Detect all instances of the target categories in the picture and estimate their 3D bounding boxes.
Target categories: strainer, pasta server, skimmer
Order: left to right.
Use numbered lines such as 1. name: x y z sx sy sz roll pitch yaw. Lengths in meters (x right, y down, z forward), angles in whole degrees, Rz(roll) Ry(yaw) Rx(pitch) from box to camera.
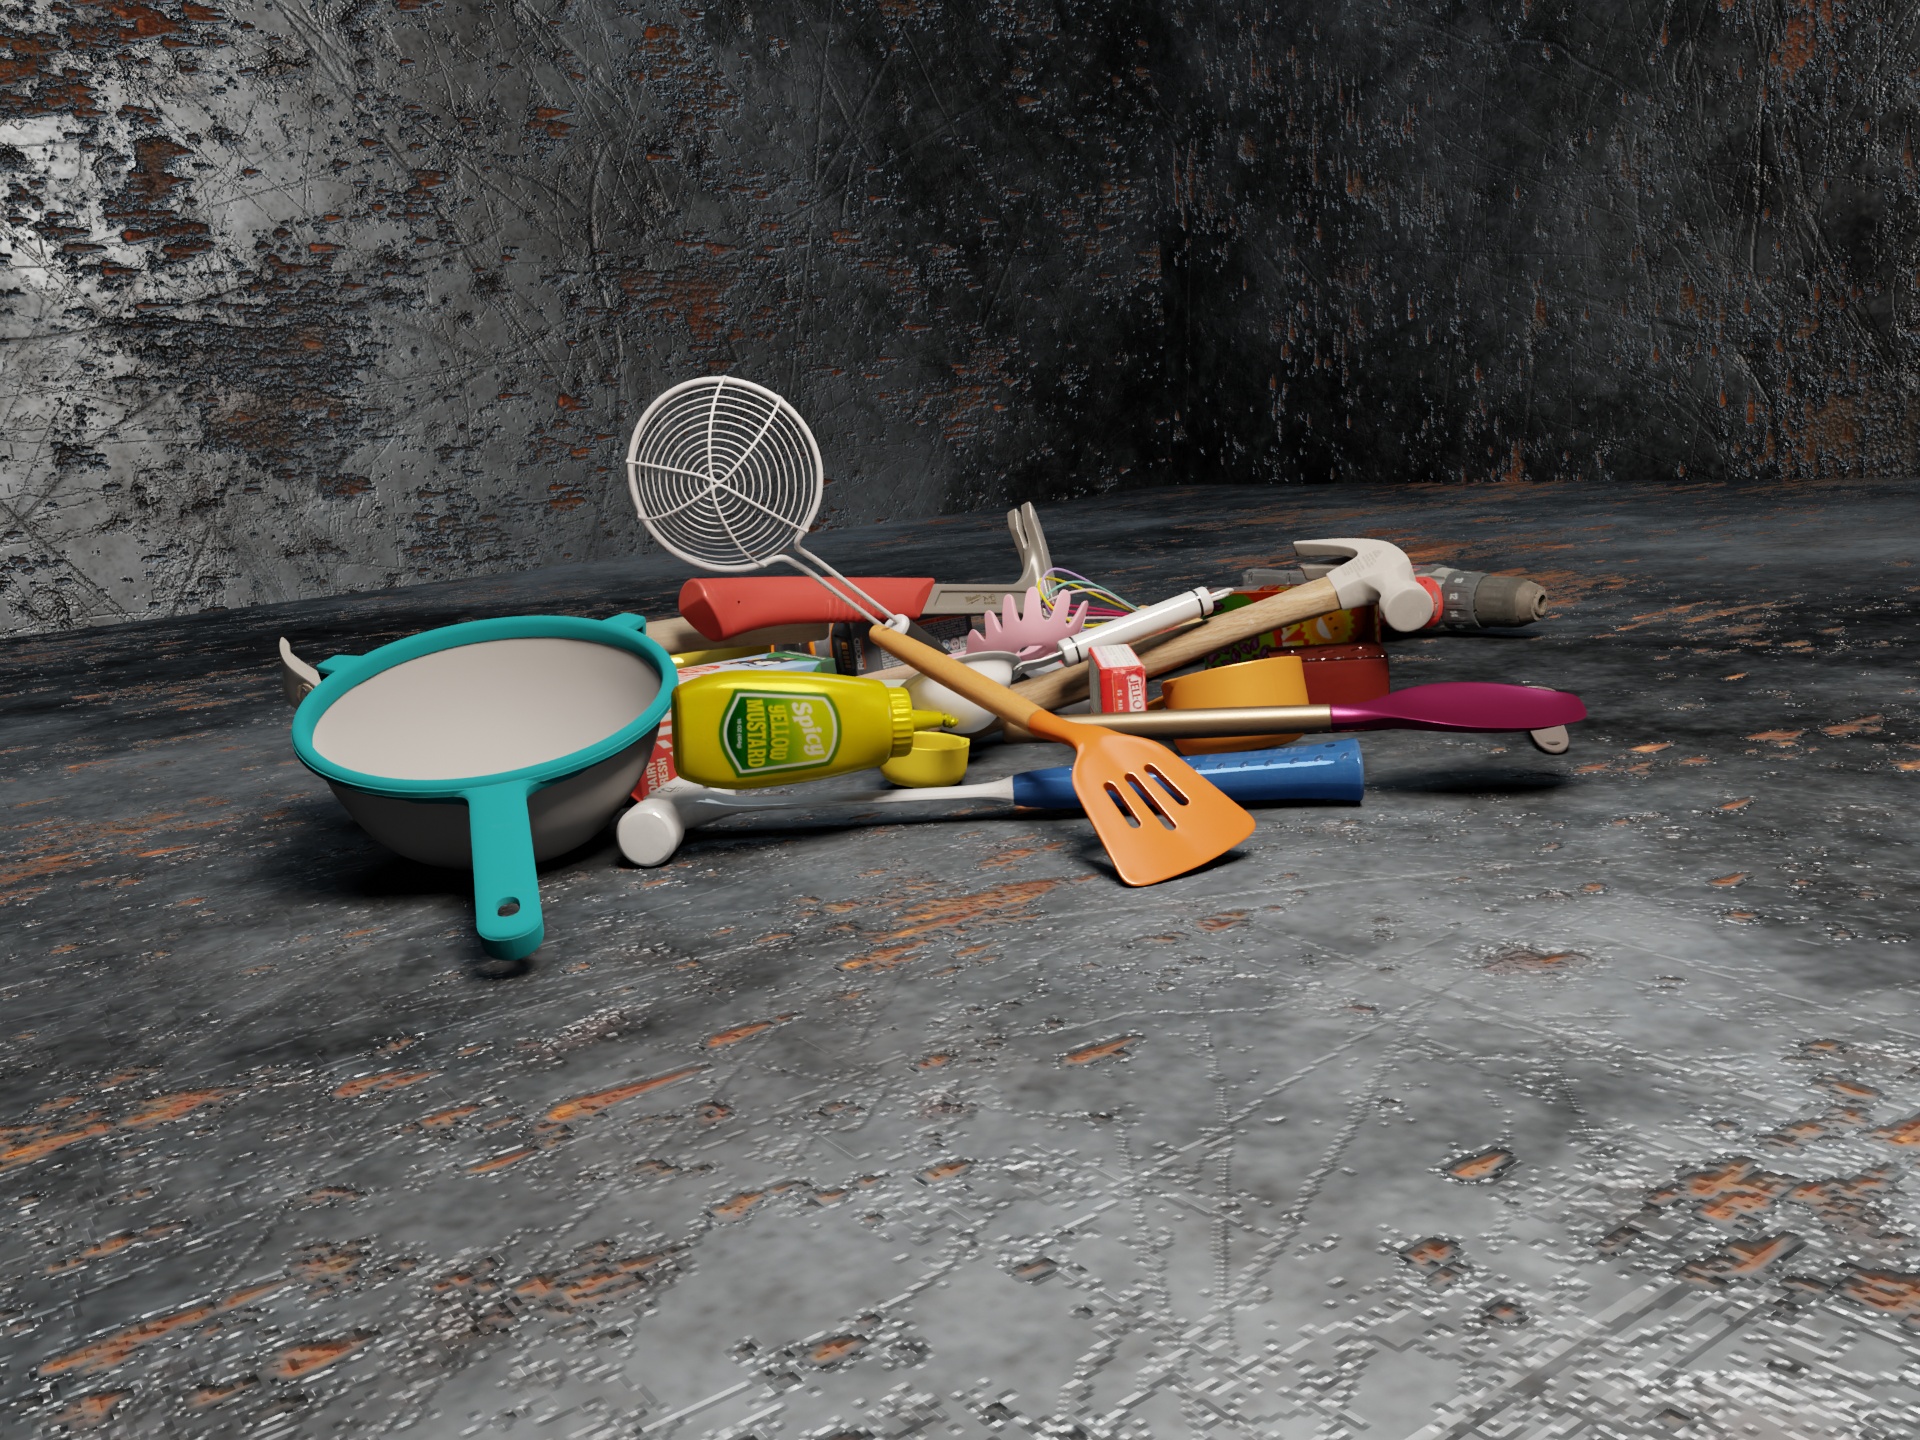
1. strainer: -0.245 0.052 0.860 0.211 0.095 0.341 -10 30 -14
2. skimmer: -0.089 -0.111 1.142 0.127 0.090 0.362 -38 -36 12
3. pasta server: -0.037 -0.040 1.165 0.316 0.040 0.060 -13 -25 42
4. strainer: 0.064 -0.041 1.045 0.258 0.050 0.086 -21 -18 -9

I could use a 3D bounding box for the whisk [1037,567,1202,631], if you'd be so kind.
1. whisk: 0.145 -0.088 1.375 0.047 0.051 0.244 30 15 40

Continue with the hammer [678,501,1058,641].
1. hammer: -0.060 -0.104 1.248 0.359 0.149 0.037 -4 -12 -41

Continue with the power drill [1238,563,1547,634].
1. power drill: 0.362 -0.094 1.336 0.226 0.080 0.188 -11 13 -42

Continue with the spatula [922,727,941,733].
1. spatula: -0.002 -0.004 1.173 0.060 0.018 0.316 7 15 33

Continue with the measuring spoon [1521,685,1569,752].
1. measuring spoon: 0.366 0.004 1.003 0.034 0.018 0.124 -2 18 12

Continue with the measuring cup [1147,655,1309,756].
1. measuring cup: 0.156 0.002 1.020 0.095 0.052 0.173 -8 -8 -24

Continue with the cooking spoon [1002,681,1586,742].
1. cooking spoon: 0.181 0.000 0.892 0.319 0.017 0.069 -2 22 11

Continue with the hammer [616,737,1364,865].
1. hammer: 0.020 0.038 0.909 0.405 0.035 0.144 -4 11 7

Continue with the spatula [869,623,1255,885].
1. spatula: 0.031 0.002 0.892 0.081 0.041 0.323 -22 29 -24

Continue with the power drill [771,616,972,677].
1. power drill: -0.115 -0.064 1.377 0.164 0.084 0.226 -15 11 -39

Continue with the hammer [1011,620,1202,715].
1. hammer: 0.173 -0.056 1.296 0.143 0.038 0.386 15 19 36

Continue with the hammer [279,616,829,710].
1. hammer: -0.269 -0.053 1.144 0.410 0.038 0.146 -13 26 -41

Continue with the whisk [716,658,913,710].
1. whisk: -0.105 -0.017 1.155 0.246 0.058 0.059 1 8 39

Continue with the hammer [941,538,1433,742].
1. hammer: 0.143 -0.049 1.081 0.331 0.031 0.130 -19 26 8

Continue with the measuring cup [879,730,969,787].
1. measuring cup: -0.044 0.018 1.041 0.062 0.029 0.157 -1 9 -24
